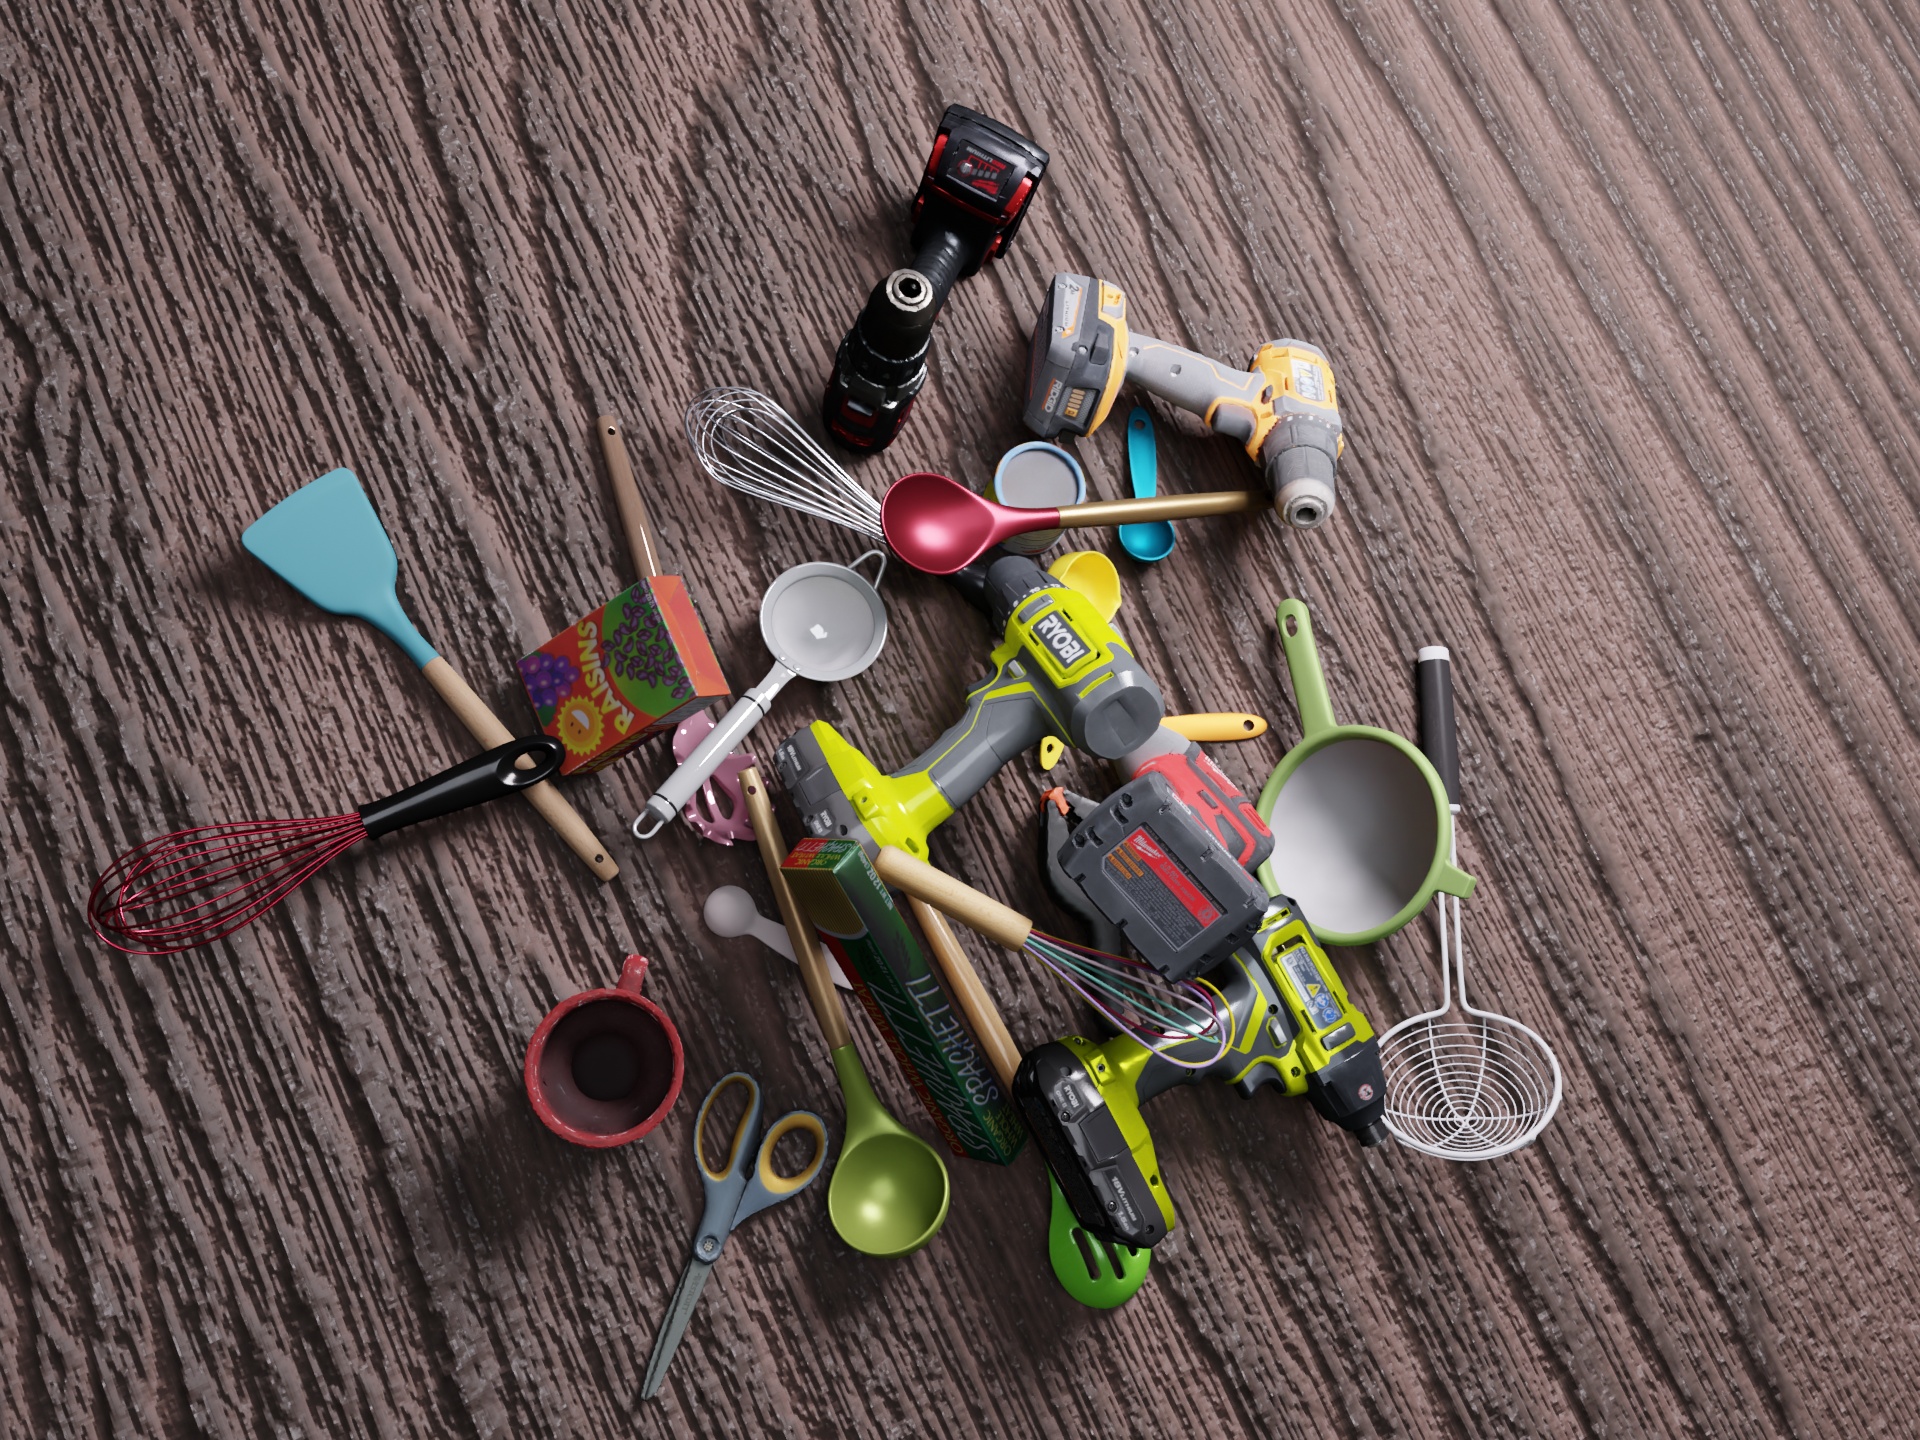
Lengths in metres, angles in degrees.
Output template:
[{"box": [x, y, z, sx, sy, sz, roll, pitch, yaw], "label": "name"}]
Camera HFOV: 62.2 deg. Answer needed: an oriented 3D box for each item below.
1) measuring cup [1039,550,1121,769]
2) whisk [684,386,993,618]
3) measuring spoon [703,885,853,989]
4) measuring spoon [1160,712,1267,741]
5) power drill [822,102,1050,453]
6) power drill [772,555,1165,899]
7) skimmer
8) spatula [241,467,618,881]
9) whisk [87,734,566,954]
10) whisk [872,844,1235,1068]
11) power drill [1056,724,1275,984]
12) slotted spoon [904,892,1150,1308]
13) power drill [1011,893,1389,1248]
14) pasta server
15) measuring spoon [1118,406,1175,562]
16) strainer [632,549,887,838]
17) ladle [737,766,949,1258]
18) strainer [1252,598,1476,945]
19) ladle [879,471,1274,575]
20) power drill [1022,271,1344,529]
[{"box": [0.071, -0.043, 1.121, 0.062, 0.029, 0.156, 15, 88, -39], "label": "measuring cup"}, {"box": [-0.066, -0.141, 1.105, 0.284, 0.070, 0.070, 31, 74, -8], "label": "whisk"}, {"box": [-0.112, 0.146, 1.048, 0.124, 0.018, 0.034, 28, 74, -4], "label": "measuring spoon"}, {"box": [0.165, 0.004, 1.134, 0.117, 0.011, 0.021, -1, 78, -11], "label": "measuring spoon"}, {"box": [-0.020, -0.307, 1.082, 0.080, 0.188, 0.227, 26, 70, -5], "label": "power drill"}, {"box": [-0.002, -0.003, 1.025, 0.228, 0.191, 0.080, -36, 130, 1], "label": "power drill"}, {"box": [0.338, 0.116, 1.101, 0.127, 0.090, 0.363, -4, 75, 18], "label": "skimmer"}, {"box": [-0.329, -0.019, 1.032, 0.082, 0.044, 0.317, -41, 88, -20], "label": "spatula"}, {"box": [-0.387, 0.070, 0.983, 0.296, 0.073, 0.073, -22, 82, -12], "label": "whisk"}, {"box": [0.058, 0.137, 0.957, 0.245, 0.051, 0.047, 29, 106, -6], "label": "whisk"}, {"box": [0.135, 0.067, 1.018, 0.078, 0.220, 0.143, -42, 91, 18], "label": "power drill"}, {"box": [0.037, 0.241, 1.051, 0.070, 0.031, 0.314, -26, 82, -18], "label": "slotted spoon"}, {"box": [0.162, 0.235, 1.023, 0.223, 0.080, 0.171, -26, 83, -18], "label": "power drill"}, {"box": [-0.196, -0.064, 1.070, 0.060, 0.040, 0.316, -12, 78, -31], "label": "pasta server"}, {"box": [0.132, -0.171, 1.169, 0.042, 0.021, 0.129, 3, 68, -9], "label": "measuring spoon"}, {"box": [-0.131, -0.017, 1.046, 0.087, 0.050, 0.258, 37, 61, 2], "label": "strainer"}, {"box": [-0.085, 0.182, 1.004, 0.078, 0.062, 0.320, -19, 90, -2], "label": "ladle"}, {"box": [0.273, 0.034, 1.116, 0.069, 0.151, 0.257, 16, 56, -43], "label": "strainer"}, {"box": [0.088, -0.142, 1.086, 0.315, 0.031, 0.069, -7, 86, -23], "label": "ladle"}, {"box": [0.162, -0.219, 1.118, 0.226, 0.084, 0.186, 14, 44, -8], "label": "power drill"}]
